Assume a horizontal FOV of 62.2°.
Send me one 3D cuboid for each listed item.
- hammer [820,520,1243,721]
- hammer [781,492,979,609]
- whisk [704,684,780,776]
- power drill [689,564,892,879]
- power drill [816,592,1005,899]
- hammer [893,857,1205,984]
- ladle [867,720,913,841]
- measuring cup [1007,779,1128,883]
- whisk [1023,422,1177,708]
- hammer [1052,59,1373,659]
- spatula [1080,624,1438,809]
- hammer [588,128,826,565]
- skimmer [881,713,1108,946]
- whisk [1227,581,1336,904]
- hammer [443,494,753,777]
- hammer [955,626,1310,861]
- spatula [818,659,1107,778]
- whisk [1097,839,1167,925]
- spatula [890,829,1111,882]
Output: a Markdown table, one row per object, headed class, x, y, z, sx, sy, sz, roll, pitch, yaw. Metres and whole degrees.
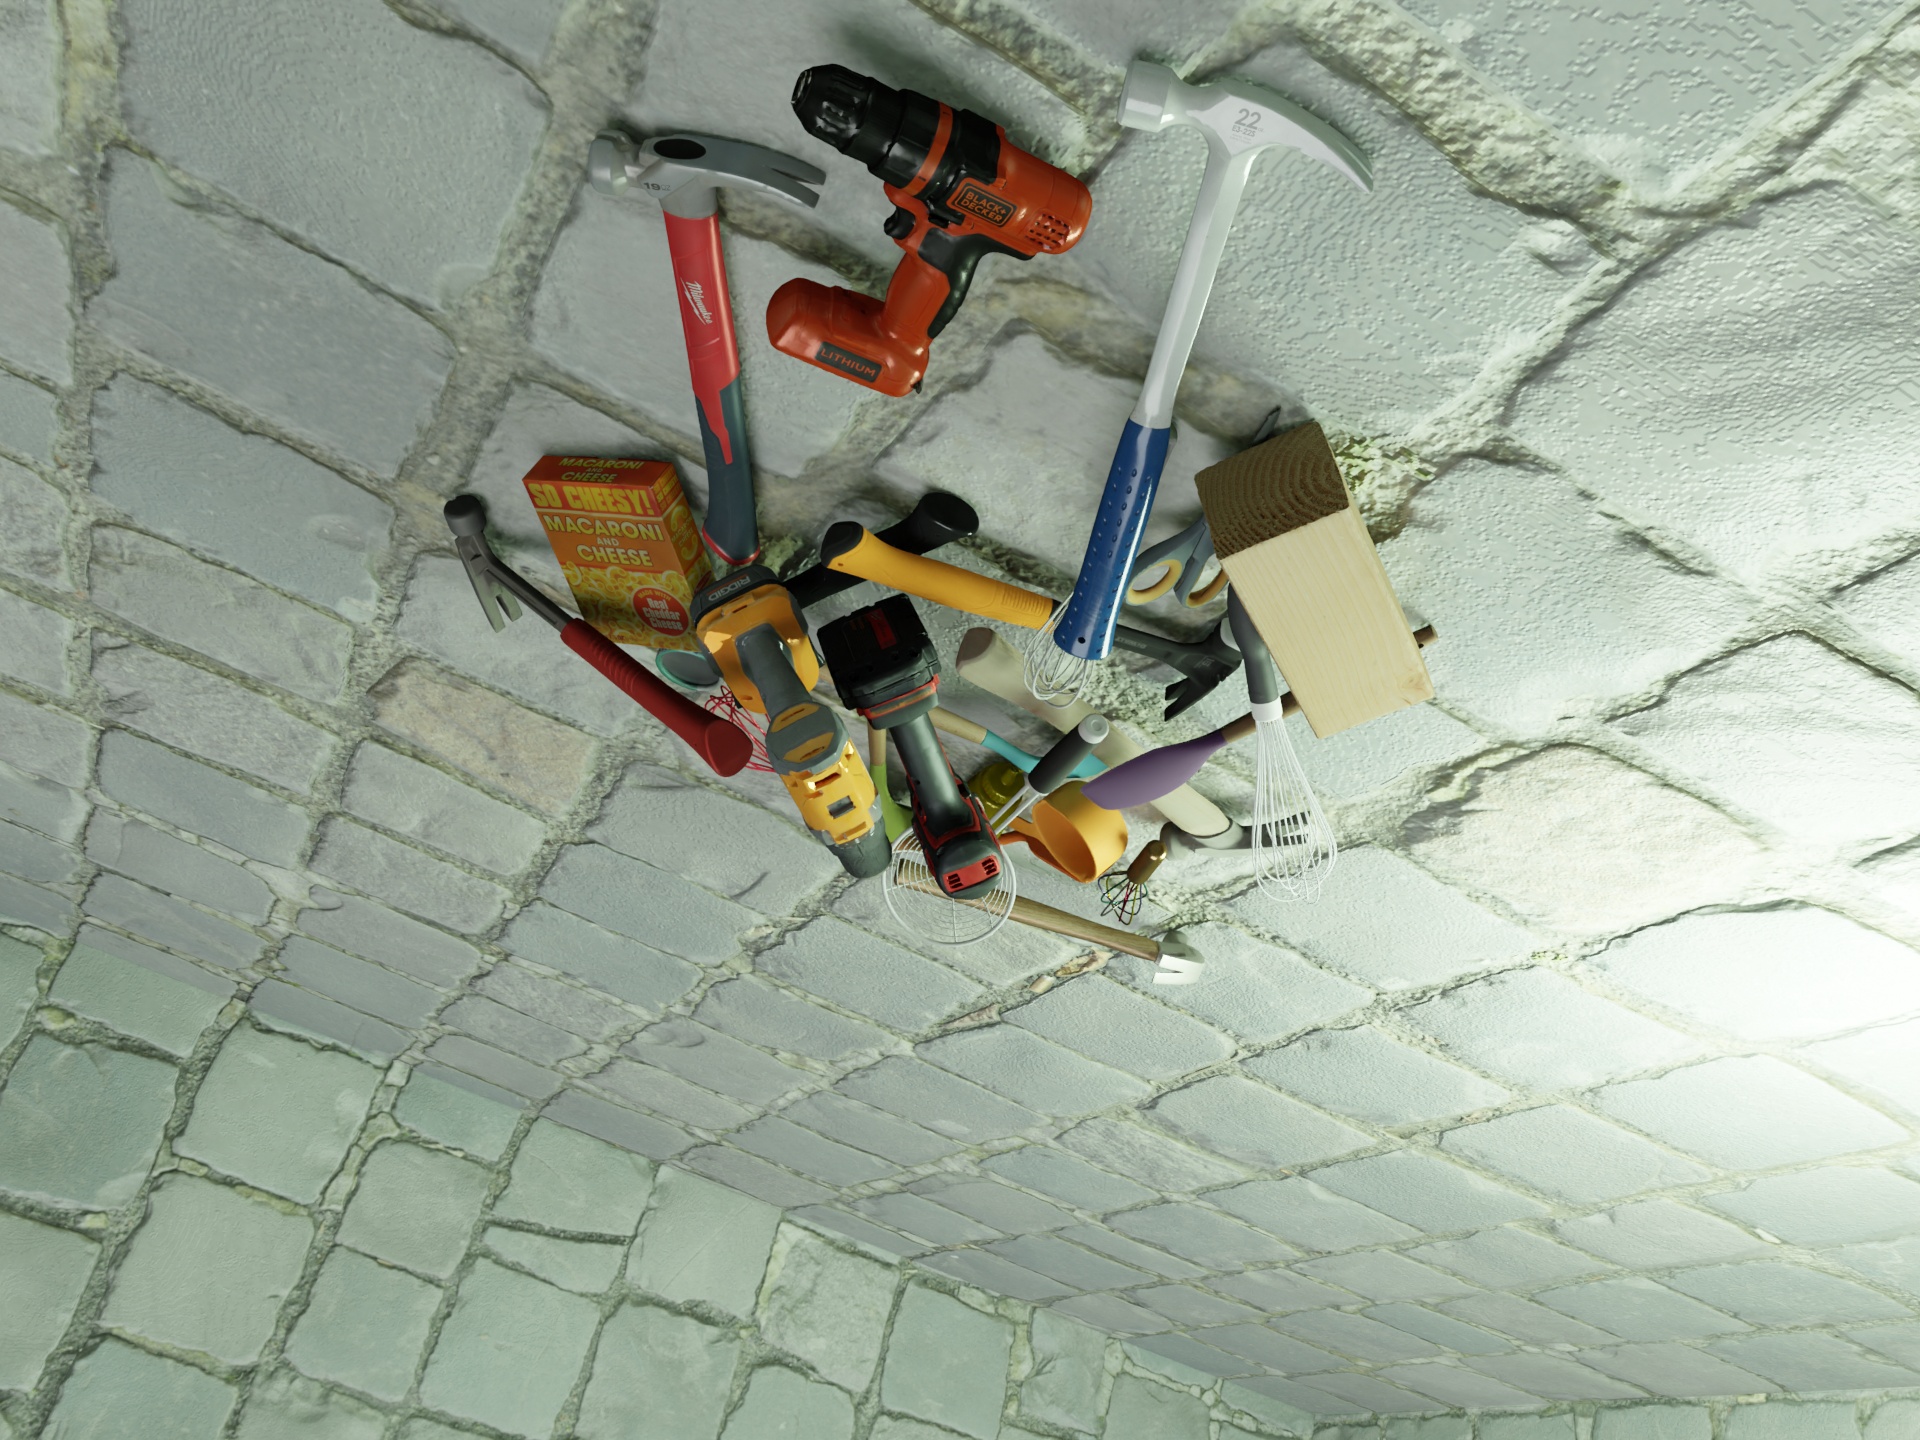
| class | x | y | z | sx | sy | sz | roll | pitch | yaw |
| --- | --- | --- | --- | --- | --- | --- | --- | --- | --- |
| hammer | 0.052 | -0.082 | 1.226 | 0.336 | 0.034 | 0.127 | 17 | 149 | -16 |
| hammer | -0.109 | -0.110 | 1.295 | 0.335 | 0.035 | 0.146 | -20 | 133 | 43 |
| whisk | -0.171 | 0.039 | 1.517 | 0.073 | 0.073 | 0.295 | 4 | 157 | 18 |
| power drill | -0.122 | 0.008 | 1.241 | 0.084 | 0.226 | 0.185 | -28 | 141 | -4 |
| power drill | -0.037 | 0.015 | 1.280 | 0.080 | 0.188 | 0.226 | -23 | 119 | -2 |
| hammer | 0.092 | 0.203 | 1.622 | 0.331 | 0.031 | 0.130 | 18 | -172 | -5 |
| ladle | -0.074 | 0.011 | 1.474 | 0.078 | 0.062 | 0.319 | 12 | 141 | 9 |
| measuring cup | 0.093 | 0.092 | 1.501 | 0.174 | 0.052 | 0.095 | 16 | 137 | 61 |
| whisk | 0.100 | -0.108 | 1.133 | 0.057 | 0.059 | 0.246 | -11 | 138 | -36 |
| hammer | 0.125 | -0.192 | 0.981 | 0.144 | 0.035 | 0.405 | 14 | 135 | 1 |
| spatula | 0.233 | 0.002 | 1.256 | 0.316 | 0.018 | 0.059 | -30 | 133 | 30 |
| hammer | -0.157 | -0.237 | 1.114 | 0.143 | 0.038 | 0.386 | 11 | 148 | 6 |
| skimmer | 0.032 | 0.097 | 1.370 | 0.127 | 0.090 | 0.363 | 37 | 149 | -1 |
| whisk | 0.240 | 0.018 | 1.218 | 0.070 | 0.070 | 0.284 | -3 | 116 | 27 |
| hammer | -0.296 | -0.052 | 1.301 | 0.359 | 0.037 | 0.149 | 35 | 151 | 30 |
| hammer | 0.142 | 0.027 | 1.334 | 0.146 | 0.038 | 0.410 | -10 | 149 | 37 |
| spatula | -0.002 | -0.004 | 1.388 | 0.317 | 0.044 | 0.082 | 23 | 150 | -15 |
| whisk | 0.170 | 0.156 | 1.537 | 0.051 | 0.047 | 0.245 | 7 | 161 | -2 |
| spatula | 0.010 | 0.131 | 1.606 | 0.323 | 0.081 | 0.041 | -5 | 110 | 37 |
